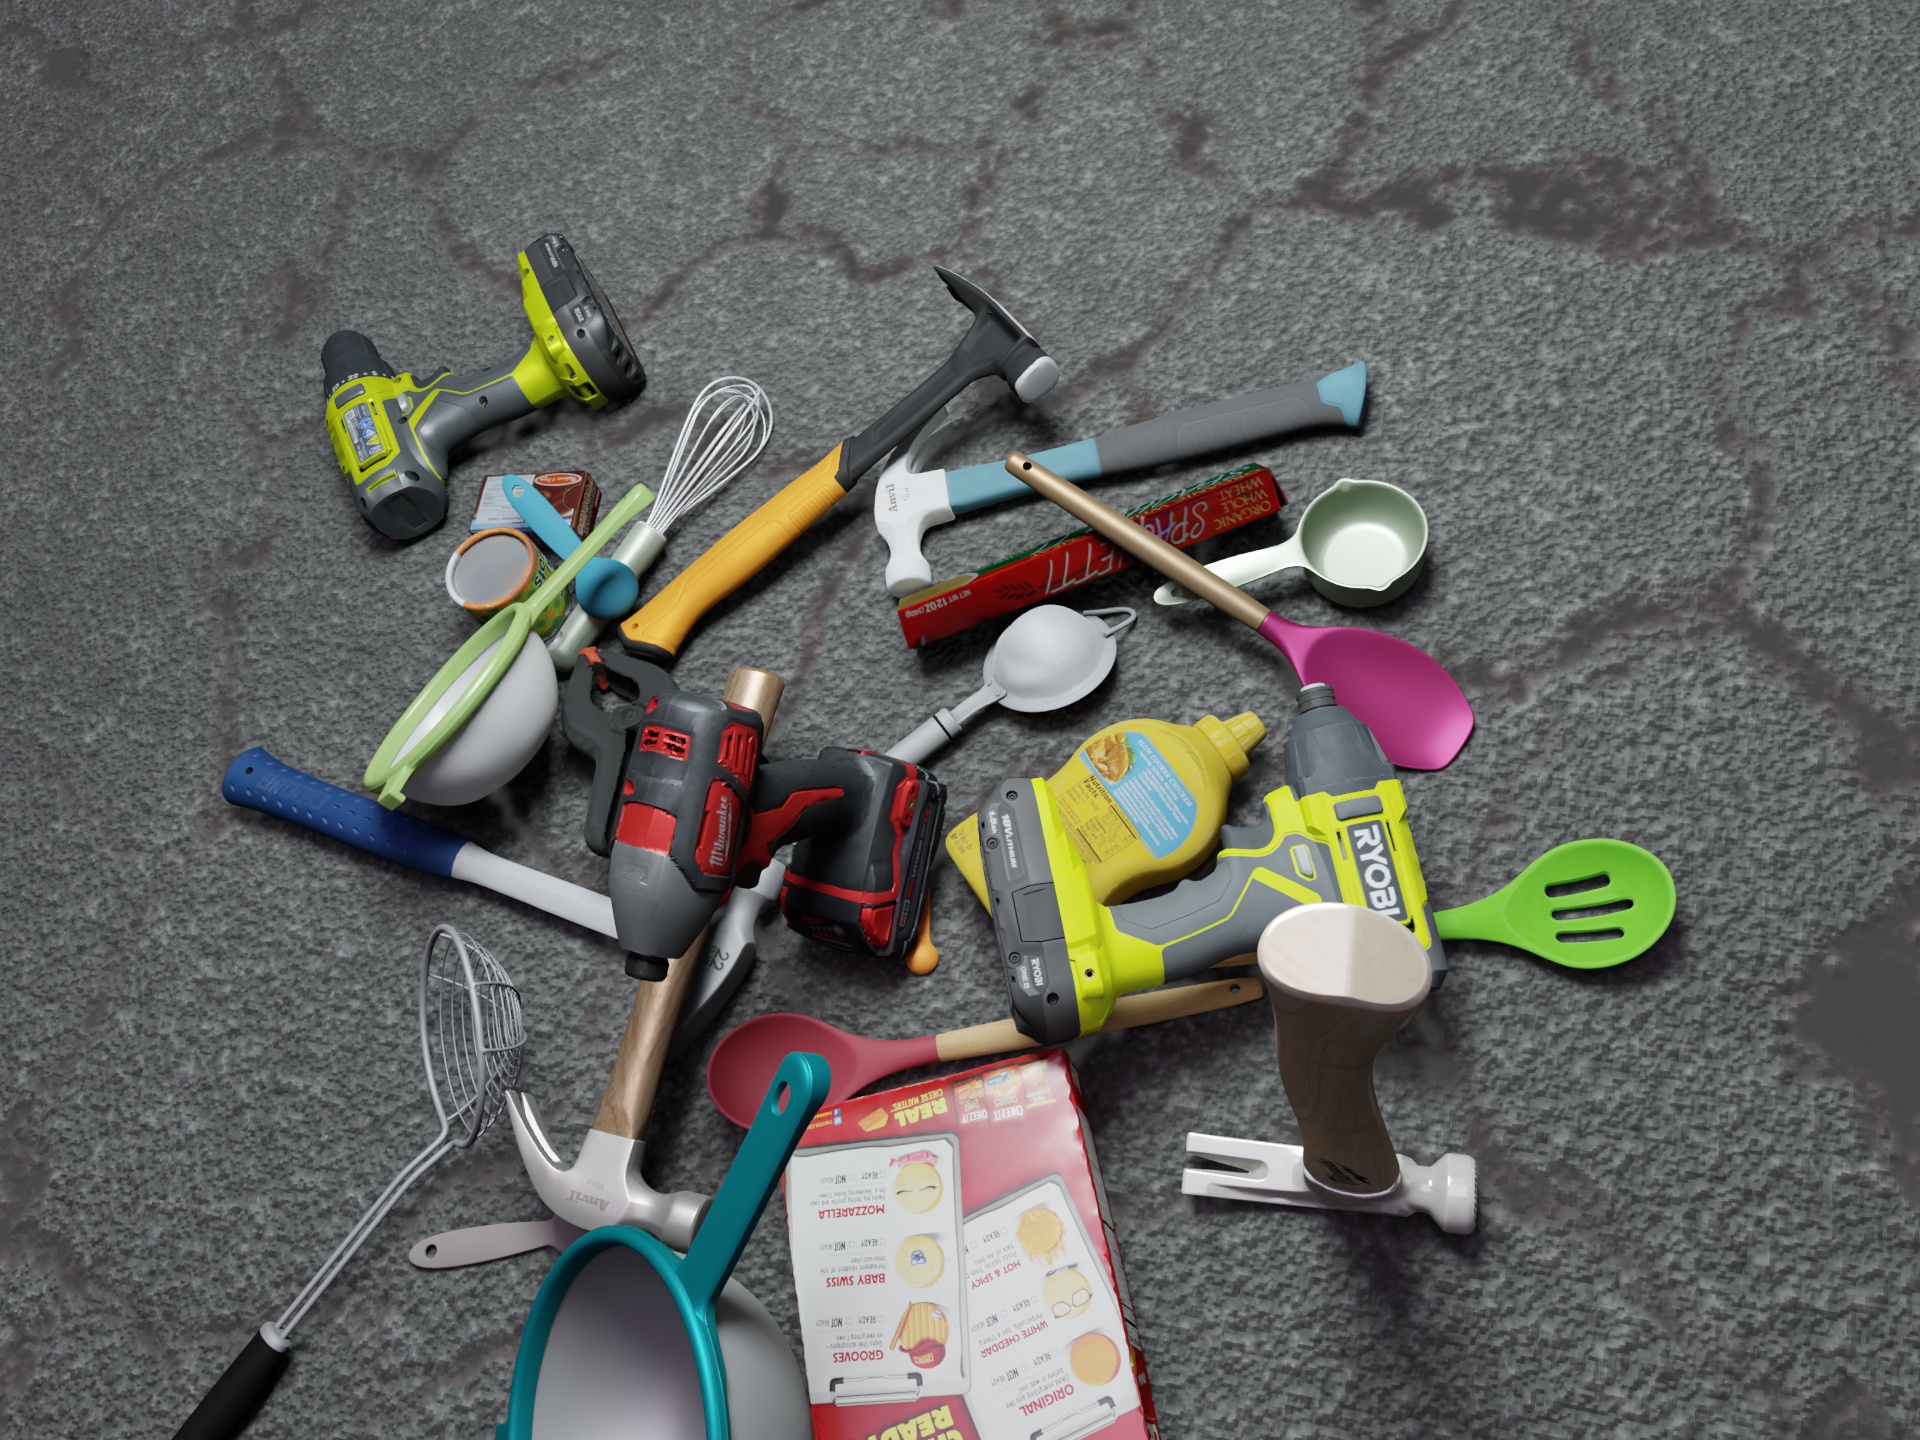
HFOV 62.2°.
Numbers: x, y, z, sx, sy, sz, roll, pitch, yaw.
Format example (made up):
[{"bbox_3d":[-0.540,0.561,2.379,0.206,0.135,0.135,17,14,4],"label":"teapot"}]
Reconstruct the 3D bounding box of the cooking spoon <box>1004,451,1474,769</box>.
[{"bbox_3d":[0.159,-0.073,0.946,0.319,0.017,0.069,34,84,11],"label":"cooking spoon"}]

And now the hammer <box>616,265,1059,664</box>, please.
[{"bbox_3d":[-0.097,-0.160,1.059,0.337,0.034,0.127,-40,56,3],"label":"hammer"}]

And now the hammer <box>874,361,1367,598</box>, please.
[{"bbox_3d":[0.104,-0.174,1.041,0.331,0.033,0.128,-13,63,8],"label":"hammer"}]

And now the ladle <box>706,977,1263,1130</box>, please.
[{"bbox_3d":[0.013,0.178,0.893,0.315,0.031,0.069,-12,67,7],"label":"ladle"}]

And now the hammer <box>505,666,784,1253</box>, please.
[{"bbox_3d":[-0.164,0.124,0.915,0.130,0.031,0.331,9,71,15],"label":"hammer"}]

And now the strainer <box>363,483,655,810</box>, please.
[{"bbox_3d":[-0.268,-0.037,1.015,0.256,0.069,0.152,-49,22,-6],"label":"strainer"}]

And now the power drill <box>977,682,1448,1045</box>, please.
[{"bbox_3d":[0.126,0.077,0.839,0.223,0.080,0.171,-10,72,-2],"label":"power drill"}]

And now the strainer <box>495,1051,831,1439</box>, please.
[{"bbox_3d":[-0.110,0.302,0.764,0.211,0.095,0.340,44,113,47],"label":"strainer"}]

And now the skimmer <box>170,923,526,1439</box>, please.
[{"bbox_3d":[-0.371,0.286,0.901,0.363,0.090,0.127,-53,34,-11],"label":"skimmer"}]

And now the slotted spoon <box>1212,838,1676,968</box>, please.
[{"bbox_3d":[0.222,0.115,0.870,0.314,0.031,0.070,-9,64,12],"label":"slotted spoon"}]

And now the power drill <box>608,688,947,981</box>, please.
[{"bbox_3d":[-0.101,0.070,0.852,0.078,0.219,0.143,11,86,30],"label":"power drill"}]

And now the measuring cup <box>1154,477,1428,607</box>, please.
[{"bbox_3d":[0.202,-0.092,0.973,0.167,0.038,0.083,-17,61,9],"label":"measuring cup"}]

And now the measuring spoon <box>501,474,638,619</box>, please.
[{"bbox_3d":[-0.267,-0.120,1.065,0.042,0.021,0.129,-43,82,-5],"label":"measuring spoon"}]

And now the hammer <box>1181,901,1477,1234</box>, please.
[{"bbox_3d":[0.143,0.154,0.650,0.146,0.410,0.038,2,65,16],"label":"hammer"}]

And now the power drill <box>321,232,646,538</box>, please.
[{"bbox_3d":[-0.367,-0.261,1.184,0.228,0.080,0.191,-30,61,2],"label":"power drill"}]

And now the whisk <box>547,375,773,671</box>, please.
[{"bbox_3d":[-0.208,-0.136,1.100,0.246,0.059,0.058,-57,28,-11],"label":"whisk"}]

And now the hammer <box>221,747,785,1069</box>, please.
[{"bbox_3d":[-0.312,0.097,1.012,0.406,0.035,0.144,16,69,21],"label":"hammer"}]

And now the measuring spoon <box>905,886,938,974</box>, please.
[{"bbox_3d":[-0.029,0.095,0.952,0.021,0.011,0.117,-12,62,9],"label":"measuring spoon"}]

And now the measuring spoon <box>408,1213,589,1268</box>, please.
[{"bbox_3d":[-0.262,0.296,0.909,0.124,0.018,0.034,-12,62,9],"label":"measuring spoon"}]

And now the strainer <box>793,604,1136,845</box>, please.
[{"bbox_3d":[-0.002,-0.003,0.981,0.258,0.050,0.087,-38,45,-2],"label":"strainer"}]
